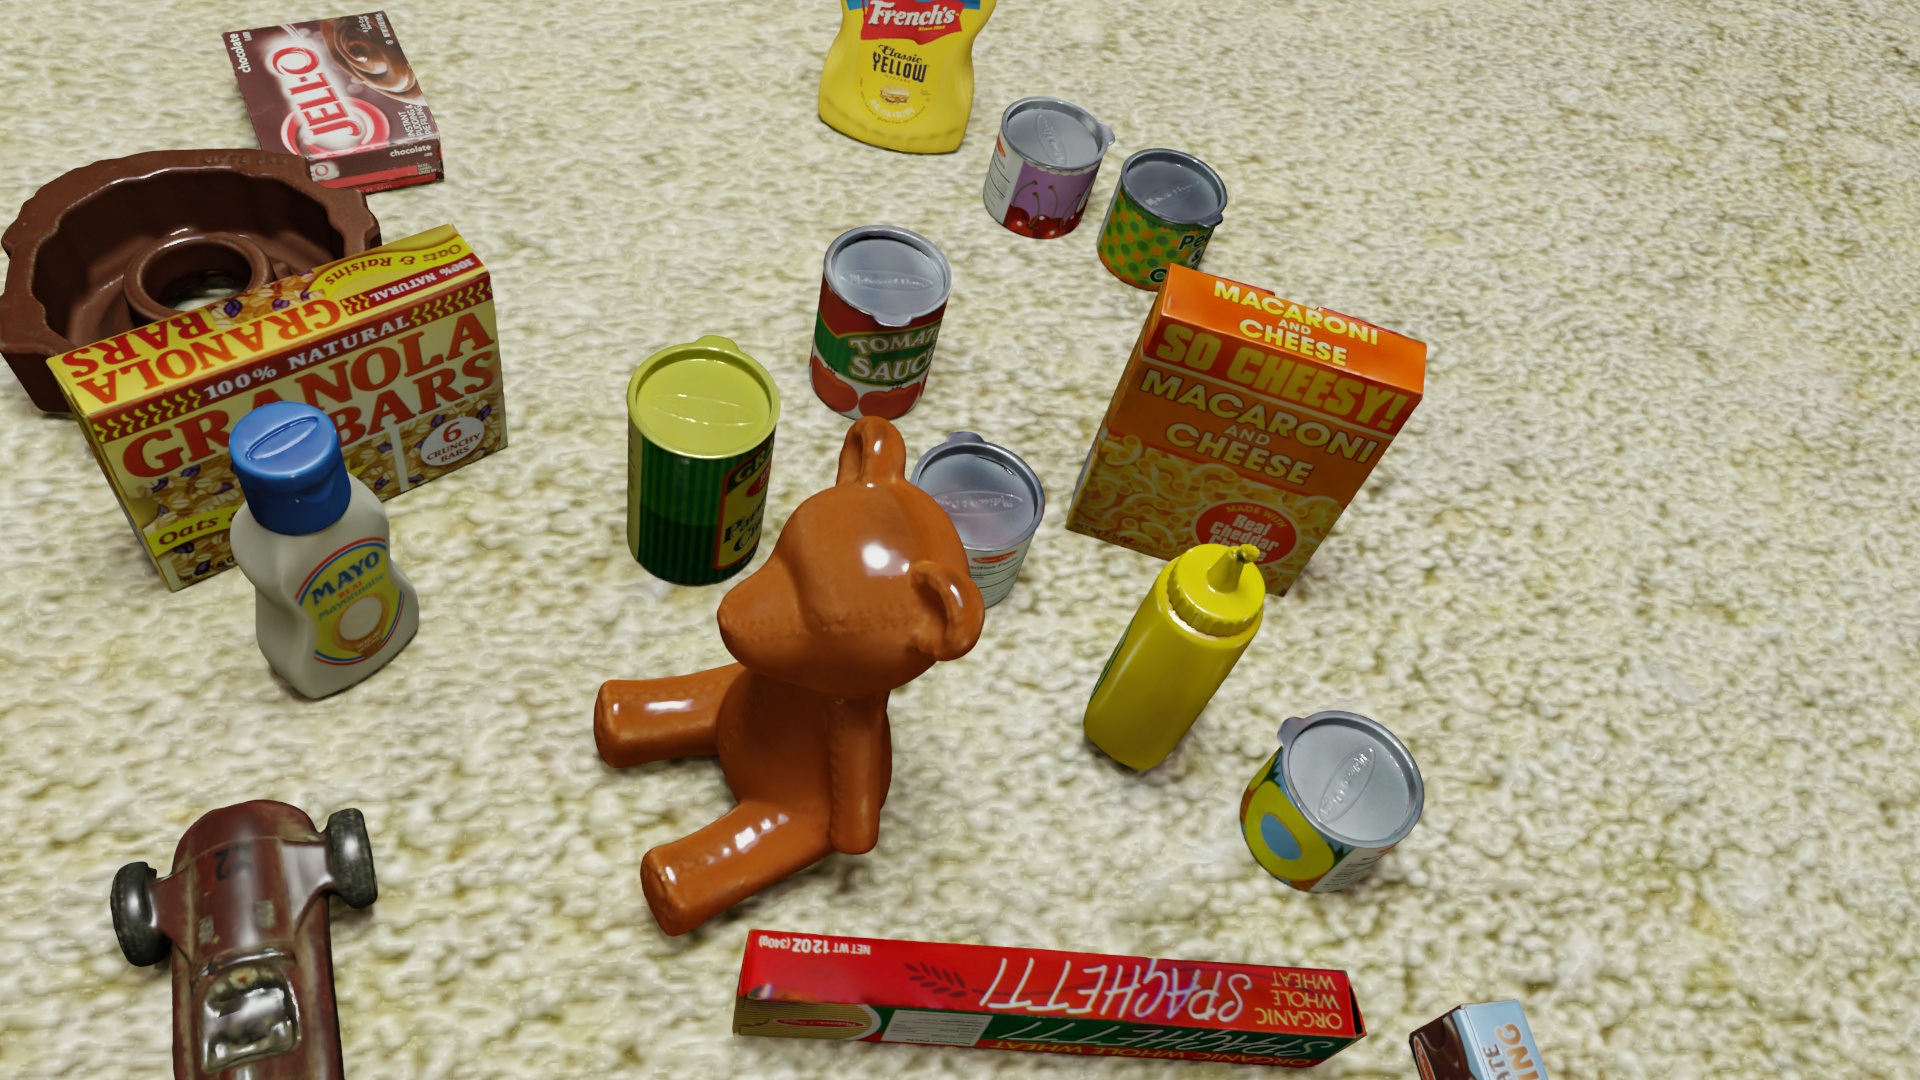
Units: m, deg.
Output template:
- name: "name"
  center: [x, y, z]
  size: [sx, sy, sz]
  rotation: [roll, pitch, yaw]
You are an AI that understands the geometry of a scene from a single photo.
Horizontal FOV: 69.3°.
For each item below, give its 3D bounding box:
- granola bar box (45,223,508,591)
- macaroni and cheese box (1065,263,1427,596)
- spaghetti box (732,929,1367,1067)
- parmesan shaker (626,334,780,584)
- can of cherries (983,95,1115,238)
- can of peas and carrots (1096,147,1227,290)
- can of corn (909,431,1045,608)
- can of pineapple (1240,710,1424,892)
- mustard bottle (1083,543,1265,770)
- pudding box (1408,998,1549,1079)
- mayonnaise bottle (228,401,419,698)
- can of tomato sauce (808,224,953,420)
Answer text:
- name: "granola bar box"
  center: [-0.286, -0.058, 0.611]
  size: [0.166, 0.123, 0.039]
  rotation: [-30, 67, -29]
- name: "macaroni and cheese box"
  center: [0.132, -0.049, 0.678]
  size: [0.124, 0.165, 0.040]
  rotation: [17, 53, -1]
- name: "spaghetti box"
  center: [0.036, 0.186, 0.560]
  size: [0.250, 0.050, 0.029]
  rotation: [7, 54, -9]
- name: "parmesan shaker"
  center: [-0.121, -0.035, 0.647]
  size: [0.071, 0.102, 0.071]
  rotation: [6, 54, -9]
- name: "can of cherries"
  center: [0.054, -0.228, 0.854]
  size: [0.071, 0.058, 0.072]
  rotation: [6, 54, -9]
- name: "can of peas and carrots"
  center: [0.123, -0.193, 0.846]
  size: [0.071, 0.058, 0.071]
  rotation: [6, 54, -9]
- name: "can of corn"
  center: [0.002, -0.009, 0.685]
  size: [0.071, 0.058, 0.071]
  rotation: [6, 54, -9]
- name: "can of pineapple"
  center: [0.167, 0.118, 0.635]
  size: [0.071, 0.057, 0.071]
  rotation: [6, 54, -9]
- name: "mustard bottle"
  center: [0.098, 0.043, 0.608]
  size: [0.049, 0.159, 0.065]
  rotation: [31, 54, 9]
- name: "pudding box"
  center: [0.220, 0.236, 0.568]
  size: [0.030, 0.049, 0.084]
  rotation: [-2, 56, -15]
- name: "mayonnaise bottle"
  center: [-0.258, 0.005, 0.558]
  size: [0.041, 0.147, 0.065]
  rotation: [39, 56, 15]
- name: "can of tomato sauce"
  center: [-0.043, -0.112, 0.733]
  size: [0.071, 0.082, 0.071]
  rotation: [6, 54, -9]
